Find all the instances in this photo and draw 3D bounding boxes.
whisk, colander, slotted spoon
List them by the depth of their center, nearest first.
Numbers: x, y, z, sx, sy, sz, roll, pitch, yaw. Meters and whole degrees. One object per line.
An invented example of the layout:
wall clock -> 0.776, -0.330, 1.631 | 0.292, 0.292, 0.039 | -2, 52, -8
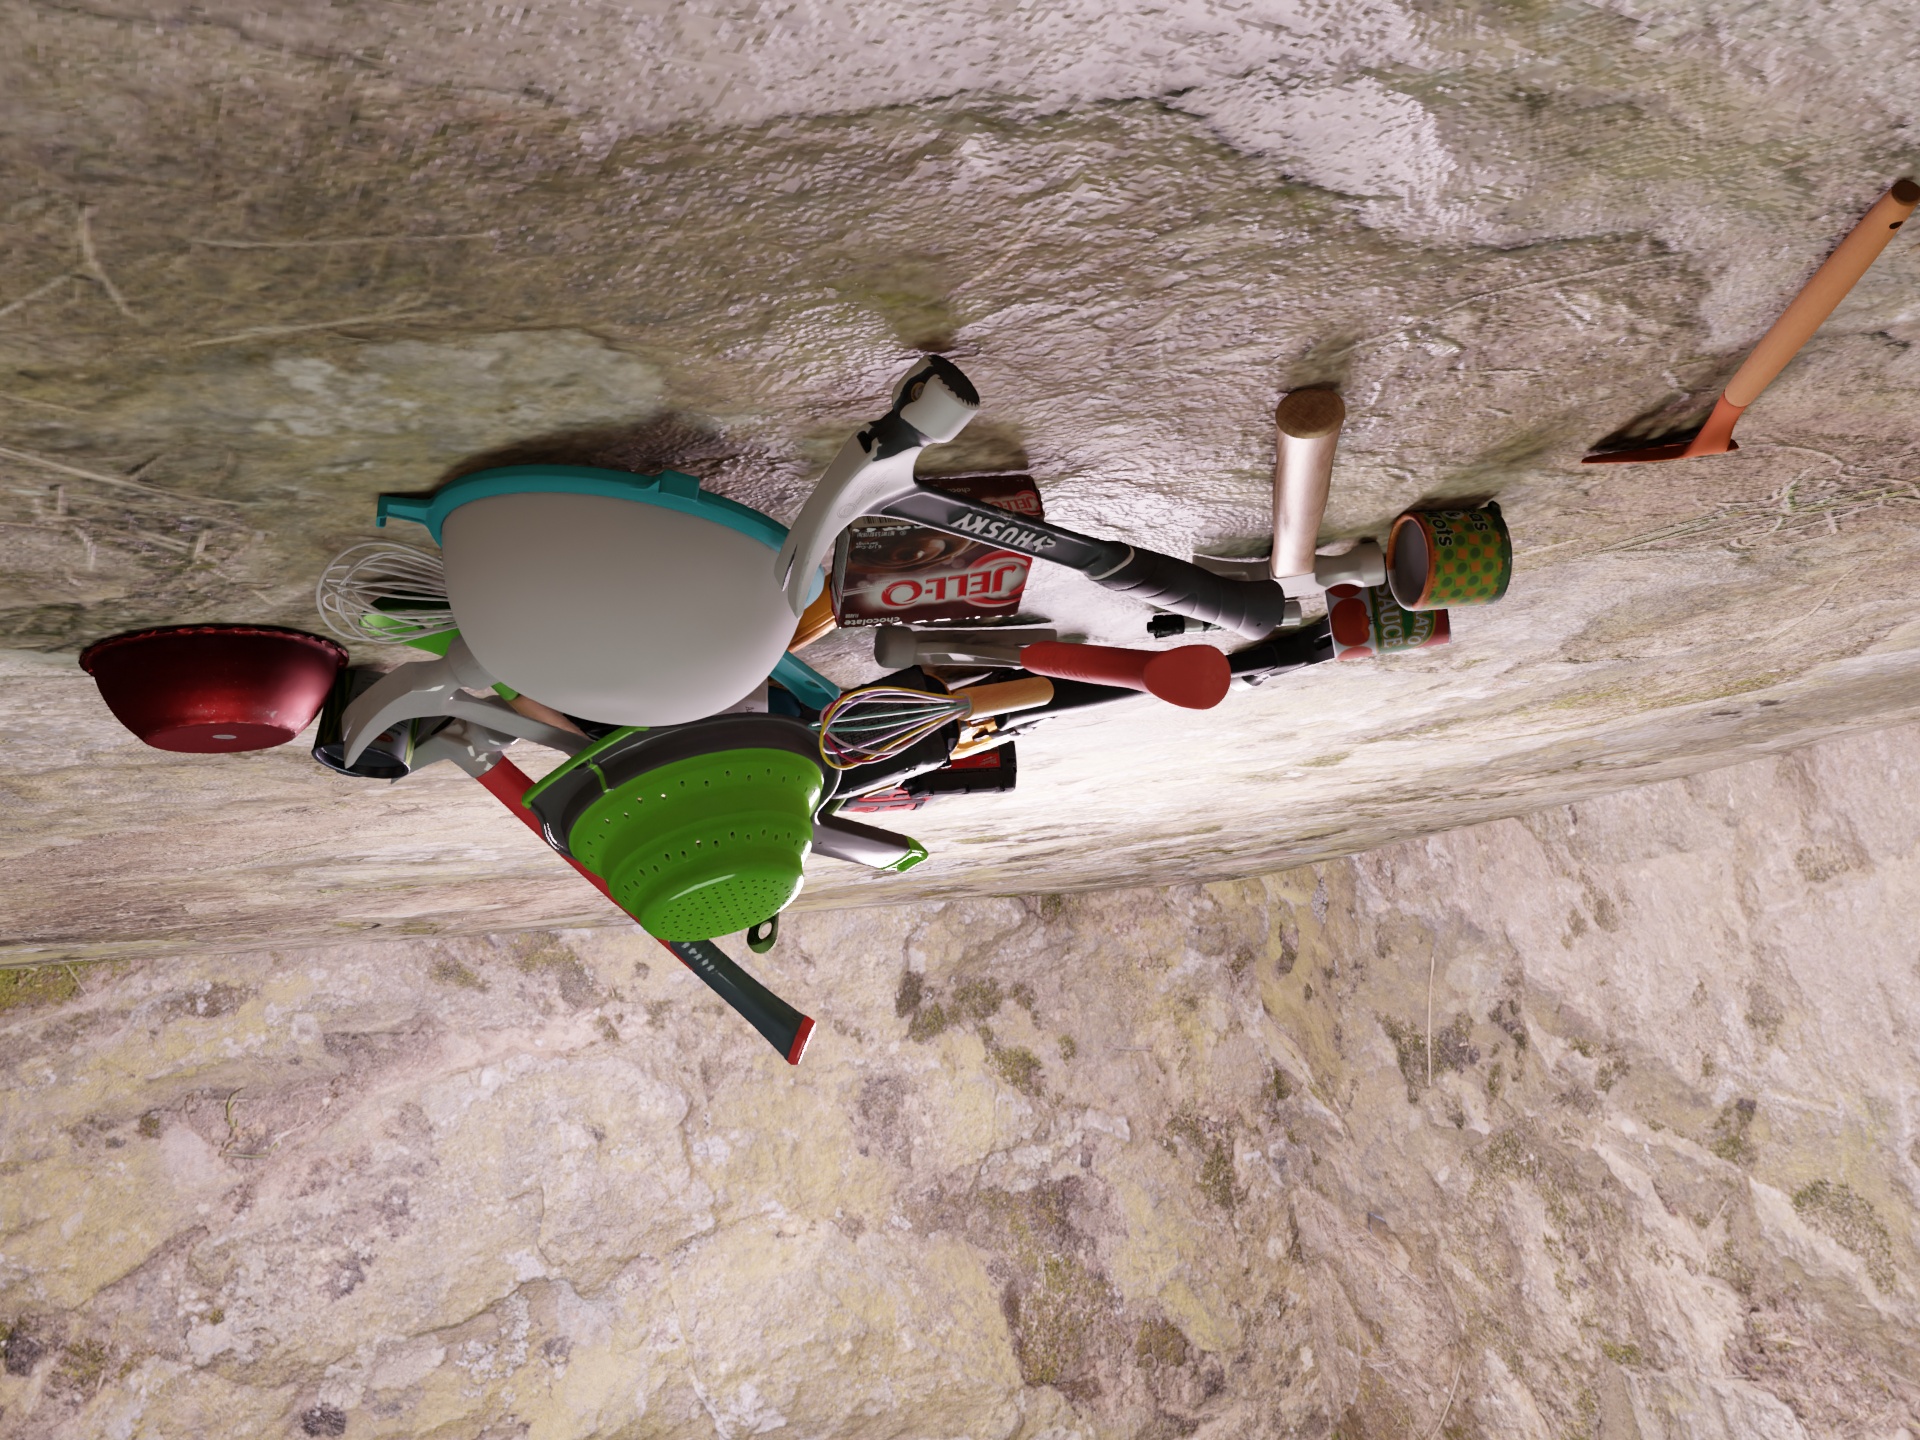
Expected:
whisk -> -0.265, -0.070, 0.946 | 0.058, 0.059, 0.246 | 31, -161, 36
slotted spoon -> -0.288, -0.009, 1.065 | 0.070, 0.031, 0.313 | -7, 152, 17
whisk -> -0.014, -0.005, 1.072 | 0.051, 0.047, 0.245 | -12, 180, 38
colander -> -0.127, 0.102, 1.131 | 0.204, 0.095, 0.396 | -31, 153, 22

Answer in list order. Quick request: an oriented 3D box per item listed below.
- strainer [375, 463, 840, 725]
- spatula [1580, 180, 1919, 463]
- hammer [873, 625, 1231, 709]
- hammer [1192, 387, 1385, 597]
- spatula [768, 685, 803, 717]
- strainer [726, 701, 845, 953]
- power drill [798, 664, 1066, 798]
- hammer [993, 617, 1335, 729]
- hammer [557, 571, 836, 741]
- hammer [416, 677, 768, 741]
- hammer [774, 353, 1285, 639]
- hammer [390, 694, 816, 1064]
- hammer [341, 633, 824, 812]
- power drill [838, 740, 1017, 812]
strainer -> -0.158, -0.031, 0.900 | 0.211, 0.095, 0.340 | -1, 162, 24
spatula -> 0.412, -0.189, 0.828 | 0.081, 0.041, 0.322 | -8, 164, 3
hammer -> 0.074, -0.040, 1.045 | 0.149, 0.036, 0.359 | -1, -175, -24
hammer -> 0.204, -0.127, 0.974 | 0.130, 0.031, 0.331 | -9, 168, 8
spatula -> -0.282, -0.002, 1.254 | 0.317, 0.044, 0.082 | -5, 148, -3
strainer -> -0.163, 0.070, 1.293 | 0.151, 0.257, 0.069 | -17, 132, 16
power drill -> -0.002, -0.004, 1.281 | 0.185, 0.084, 0.226 | -20, 175, 29
hammer -> 0.162, -0.034, 1.267 | 0.334, 0.035, 0.146 | -10, 173, -35
hammer -> -0.144, -0.037, 1.068 | 0.127, 0.034, 0.337 | 26, 142, -34
hammer -> -0.307, -0.006, 1.193 | 0.331, 0.033, 0.128 | -4, 146, 1
hammer -> 0.068, -0.089, 0.893 | 0.149, 0.036, 0.408 | -44, 149, 27
hammer -> -0.257, 0.138, 1.213 | 0.143, 0.038, 0.386 | -22, 120, 41
hammer -> -0.228, 0.030, 1.074 | 0.144, 0.035, 0.405 | -23, 156, 23
power drill -> -0.033, 0.050, 1.585 | 0.143, 0.078, 0.219 | -2, 170, -24
